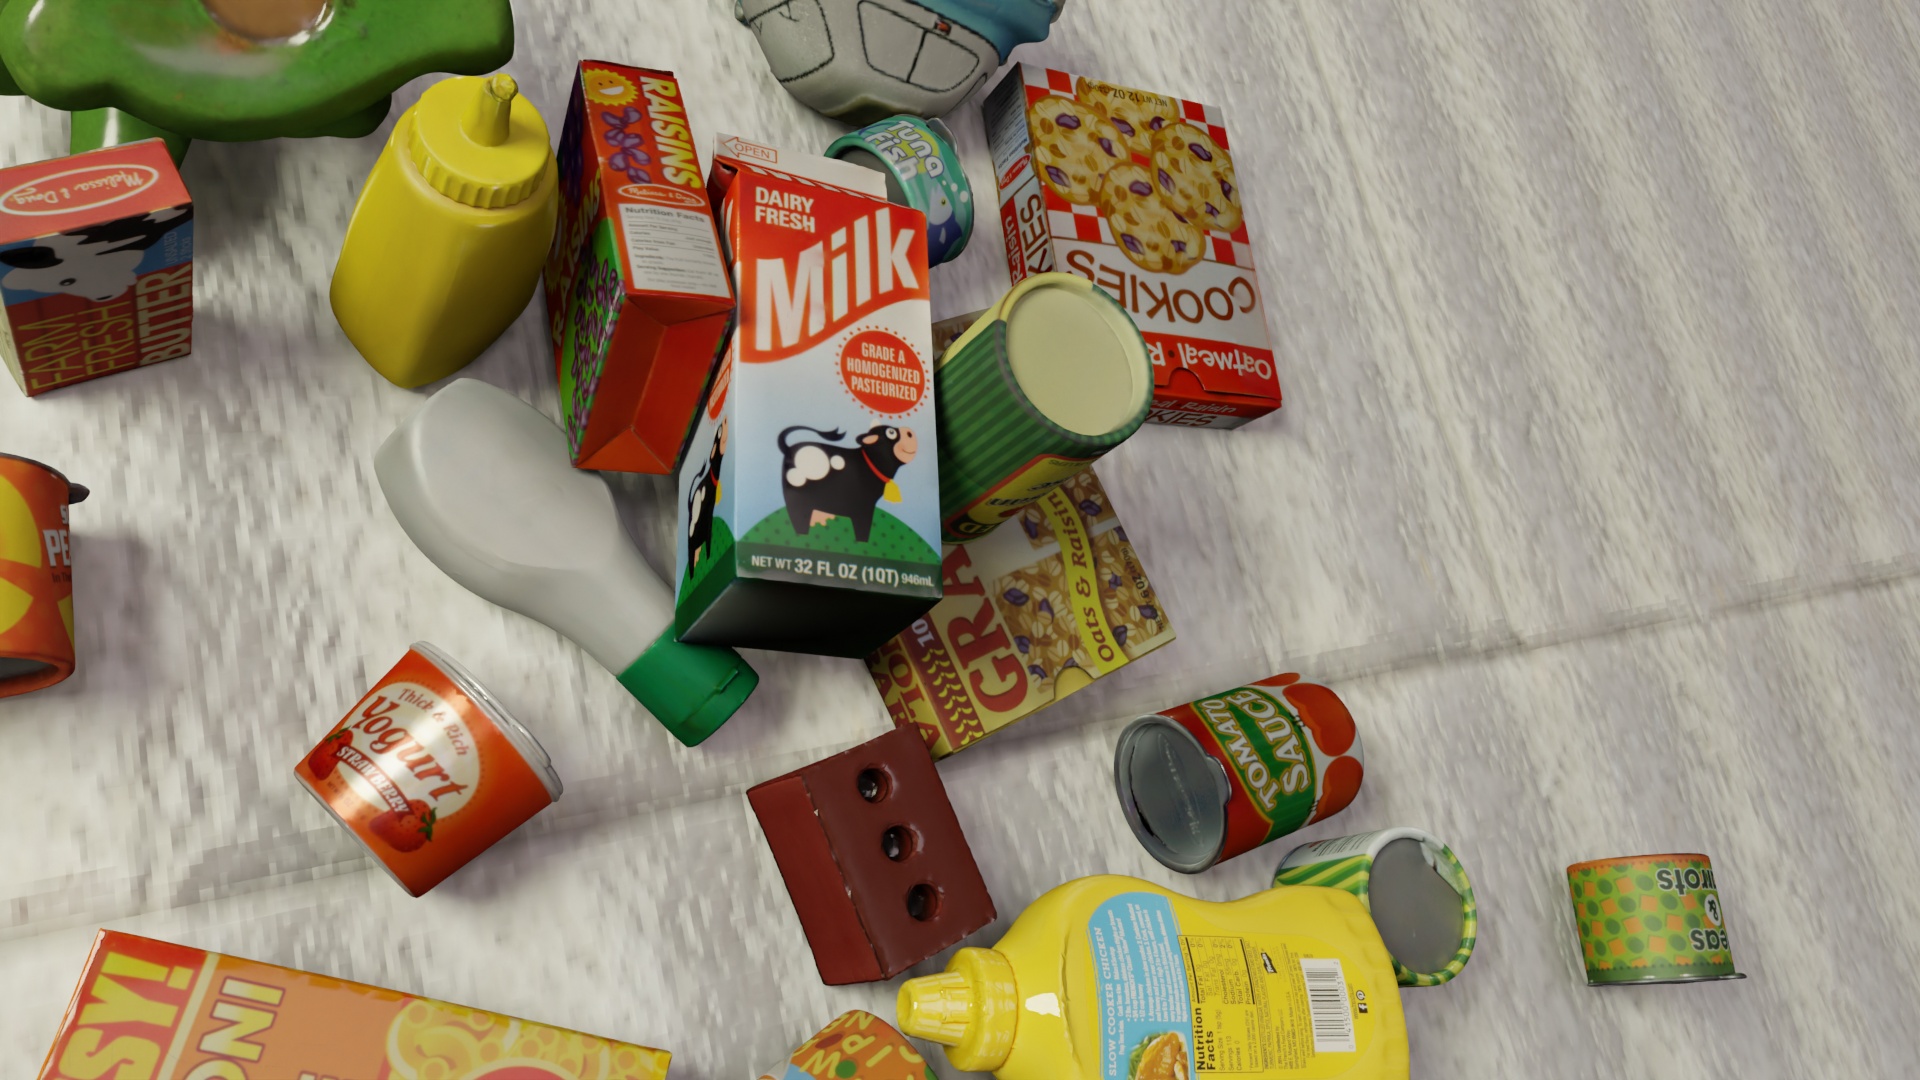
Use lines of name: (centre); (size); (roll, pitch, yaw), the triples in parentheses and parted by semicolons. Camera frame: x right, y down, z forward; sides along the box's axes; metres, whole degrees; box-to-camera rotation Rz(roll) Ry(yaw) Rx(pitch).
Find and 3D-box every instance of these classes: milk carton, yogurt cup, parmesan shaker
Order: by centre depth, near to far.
yogurt cup: (-0.167, 0.073, 0.433); (0.072, 0.072, 0.054); (48, 64, -5)
milk carton: (-0.056, -0.060, 0.495); (0.072, 0.073, 0.191); (8, 65, -24)
parmesan shaker: (0.014, -0.044, 0.509); (0.071, 0.102, 0.071); (10, 67, -26)

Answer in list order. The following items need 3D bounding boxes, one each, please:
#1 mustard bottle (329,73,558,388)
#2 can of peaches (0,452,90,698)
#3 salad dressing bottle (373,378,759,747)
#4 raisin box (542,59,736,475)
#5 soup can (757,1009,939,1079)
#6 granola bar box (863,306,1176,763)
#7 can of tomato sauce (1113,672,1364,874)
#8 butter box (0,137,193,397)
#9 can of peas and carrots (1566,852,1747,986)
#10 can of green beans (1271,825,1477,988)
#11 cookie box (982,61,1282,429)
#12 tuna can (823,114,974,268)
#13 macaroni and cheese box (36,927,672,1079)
mustard bottle: (-0.161, -0.105, 0.446); (0.049, 0.159, 0.065); (48, 55, -4)
can of peaches: (-0.284, 0.012, 0.388); (0.071, 0.071, 0.058); (-3, 73, -31)
salad dressing bottle: (-0.135, 0.010, 0.488); (0.147, 0.043, 0.064); (46, 50, -9)
raisin box: (-0.118, -0.098, 0.492); (0.040, 0.085, 0.124); (1, 51, -27)
soup can: (-0.051, 0.202, 0.450); (0.084, 0.071, 0.071); (-29, 88, -35)
granola bar box: (0.002, -0.007, 0.575); (0.125, 0.039, 0.165); (-22, 83, -34)
can of tomato sauce: (0.118, 0.095, 0.584); (0.083, 0.071, 0.071); (-12, 78, -33)
butter box: (-0.260, -0.079, 0.414); (0.053, 0.103, 0.024); (-26, 86, -33)
can of peas and carrots: (0.336, 0.184, 0.673); (0.071, 0.070, 0.059); (8, 67, -27)
can of green beans: (0.178, 0.160, 0.600); (0.071, 0.057, 0.071); (11, 67, -26)
cookie box: (0.083, -0.140, 0.672); (0.123, 0.040, 0.168); (2, 71, -29)
tuna can: (-0.028, -0.147, 0.593); (0.033, 0.071, 0.071); (-32, 89, -33)
macaroni and cheese box: (-0.180, 0.191, 0.393); (0.166, 0.040, 0.124); (22, 61, -22)
